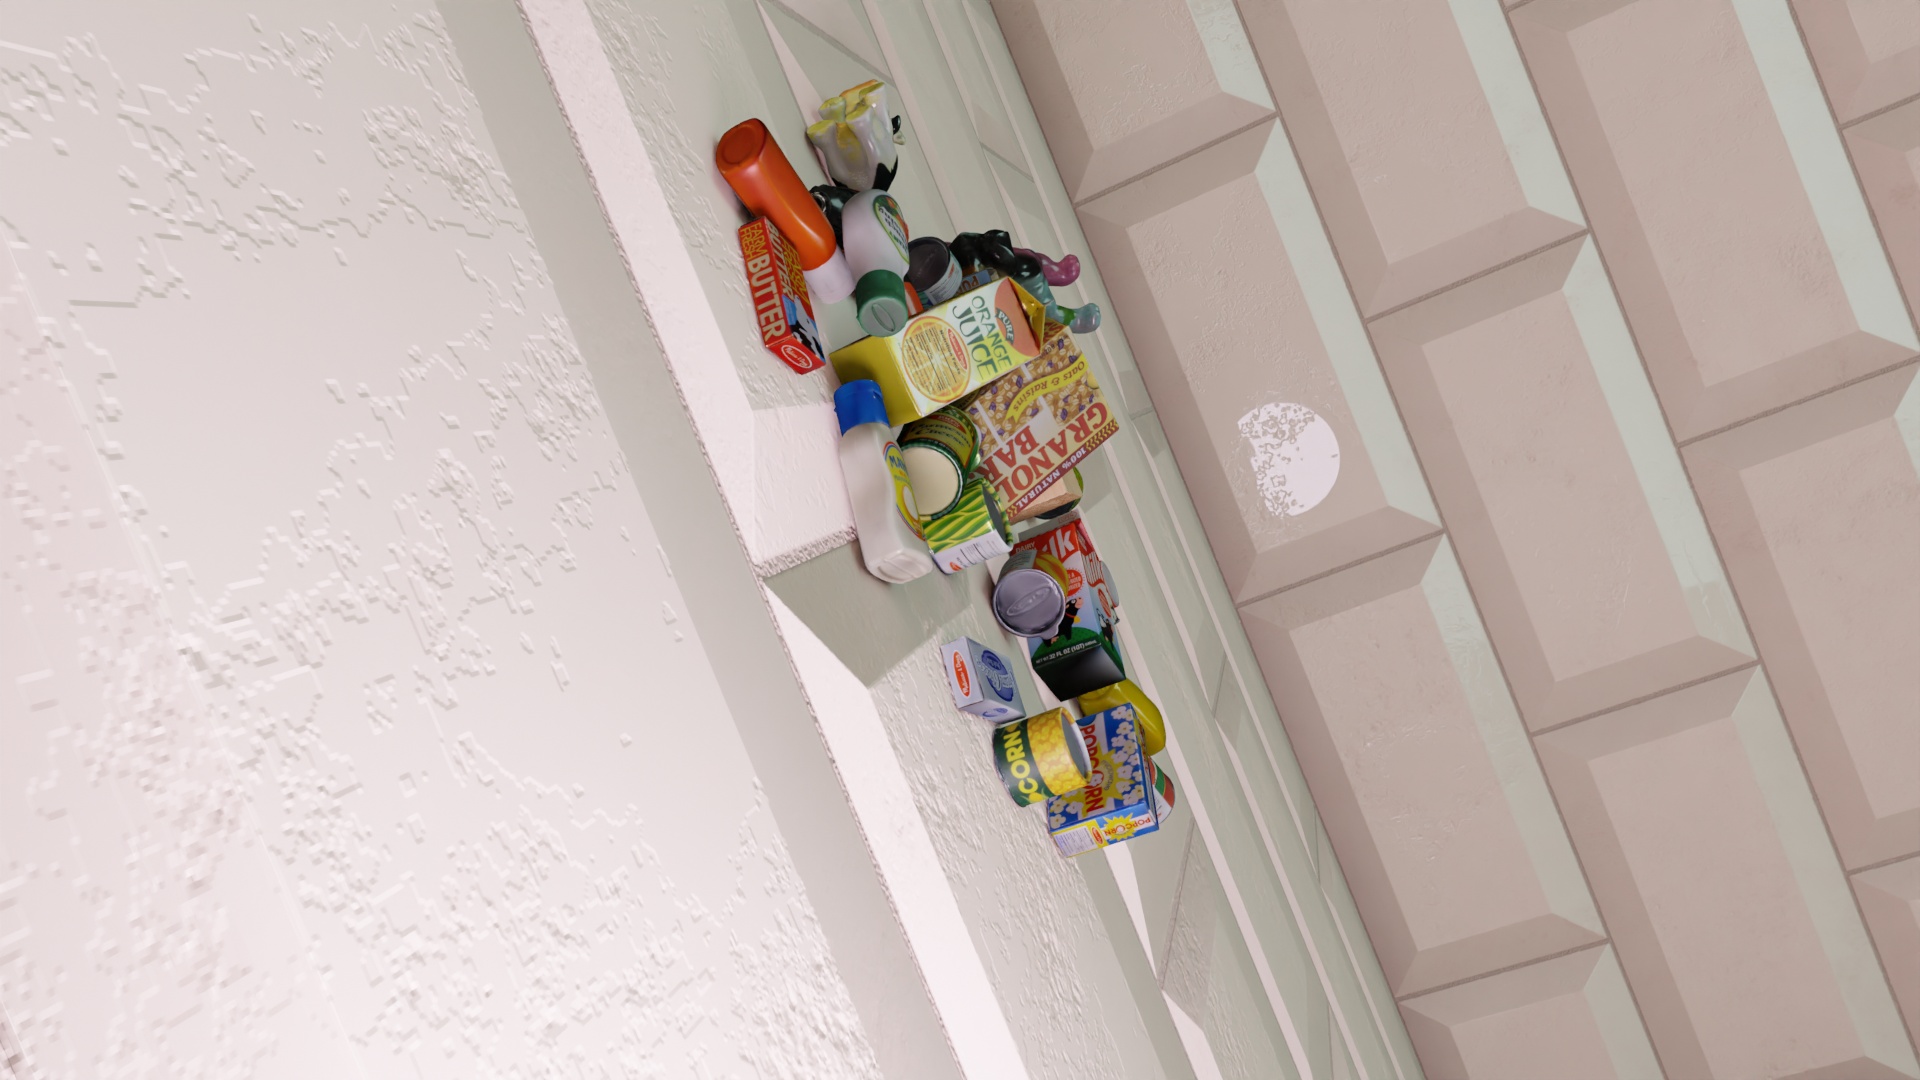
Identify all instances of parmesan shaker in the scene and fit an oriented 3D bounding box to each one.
[{"bbox_3d":[-0.021,-0.062,1.106,0.071,0.071,0.103,64,15,-17],"label":"parmesan shaker"}]

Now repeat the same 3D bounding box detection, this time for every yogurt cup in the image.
[{"bbox_3d":[0.141,0.056,1.536,0.072,0.054,0.072,-22,91,-75],"label":"yogurt cup"}]

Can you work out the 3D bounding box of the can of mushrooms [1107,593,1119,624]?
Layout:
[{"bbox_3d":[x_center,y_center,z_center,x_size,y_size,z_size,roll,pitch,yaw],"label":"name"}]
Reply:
[{"bbox_3d":[0.128,0.080,1.431,0.033,0.071,0.071,67,15,-2],"label":"can of mushrooms"}]

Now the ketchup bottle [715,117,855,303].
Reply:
[{"bbox_3d":[-0.126,-0.241,1.042,0.148,0.043,0.065,53,20,-45],"label":"ketchup bottle"}]

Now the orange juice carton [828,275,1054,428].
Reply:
[{"bbox_3d":[-0.005,-0.156,1.115,0.193,0.071,0.073,-33,103,-41],"label":"orange juice carton"}]

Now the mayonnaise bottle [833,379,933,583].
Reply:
[{"bbox_3d":[-0.060,-0.045,1.003,0.064,0.041,0.148,34,37,-62],"label":"mayonnaise bottle"}]

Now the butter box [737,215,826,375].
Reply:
[{"bbox_3d":[-0.127,-0.173,0.983,0.053,0.024,0.104,37,35,-64],"label":"butter box"}]

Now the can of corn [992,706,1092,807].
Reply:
[{"bbox_3d":[0.065,0.171,1.100,0.071,0.058,0.071,59,17,-30],"label":"can of corn"}]

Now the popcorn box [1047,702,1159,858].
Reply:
[{"bbox_3d":[0.119,0.204,1.190,0.127,0.085,0.038,-89,155,-56],"label":"popcorn box"}]

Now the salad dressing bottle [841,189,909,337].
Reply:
[{"bbox_3d":[-0.063,-0.210,1.051,0.064,0.044,0.148,52,20,-40],"label":"salad dressing bottle"}]

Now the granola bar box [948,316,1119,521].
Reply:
[{"bbox_3d":[0.051,-0.099,1.236,0.039,0.166,0.123,34,-20,53],"label":"granola bar box"}]

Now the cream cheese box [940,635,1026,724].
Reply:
[{"bbox_3d":[0.019,0.111,1.092,0.103,0.024,0.053,35,37,-64],"label":"cream cheese box"}]

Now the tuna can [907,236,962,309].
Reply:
[{"bbox_3d":[-0.036,-0.259,1.345,0.032,0.071,0.071,48,25,-55],"label":"tuna can"}]

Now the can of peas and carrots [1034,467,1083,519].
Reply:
[{"bbox_3d":[0.101,-0.056,1.527,0.059,0.071,0.071,-21,90,-76],"label":"can of peas and carrots"}]

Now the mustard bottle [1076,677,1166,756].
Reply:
[{"bbox_3d":[0.155,0.165,1.417,0.159,0.065,0.049,51,26,-38],"label":"mustard bottle"}]

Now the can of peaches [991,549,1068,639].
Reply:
[{"bbox_3d":[0.065,0.049,1.258,0.058,0.071,0.071,-68,134,-70],"label":"can of peaches"}]

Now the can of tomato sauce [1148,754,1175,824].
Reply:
[{"bbox_3d":[0.161,0.232,1.339,0.083,0.071,0.071,51,23,-47],"label":"can of tomato sauce"}]

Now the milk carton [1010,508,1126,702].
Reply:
[{"bbox_3d":[0.101,0.053,1.366,0.073,0.072,0.191,51,22,-47],"label":"milk carton"}]

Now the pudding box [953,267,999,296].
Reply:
[{"bbox_3d":[-0.002,-0.249,1.409,0.050,0.083,0.030,-54,124,-73],"label":"pudding box"}]

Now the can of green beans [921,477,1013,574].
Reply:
[{"bbox_3d":[0.005,-0.012,1.149,0.071,0.058,0.071,59,17,-31],"label":"can of green beans"}]
